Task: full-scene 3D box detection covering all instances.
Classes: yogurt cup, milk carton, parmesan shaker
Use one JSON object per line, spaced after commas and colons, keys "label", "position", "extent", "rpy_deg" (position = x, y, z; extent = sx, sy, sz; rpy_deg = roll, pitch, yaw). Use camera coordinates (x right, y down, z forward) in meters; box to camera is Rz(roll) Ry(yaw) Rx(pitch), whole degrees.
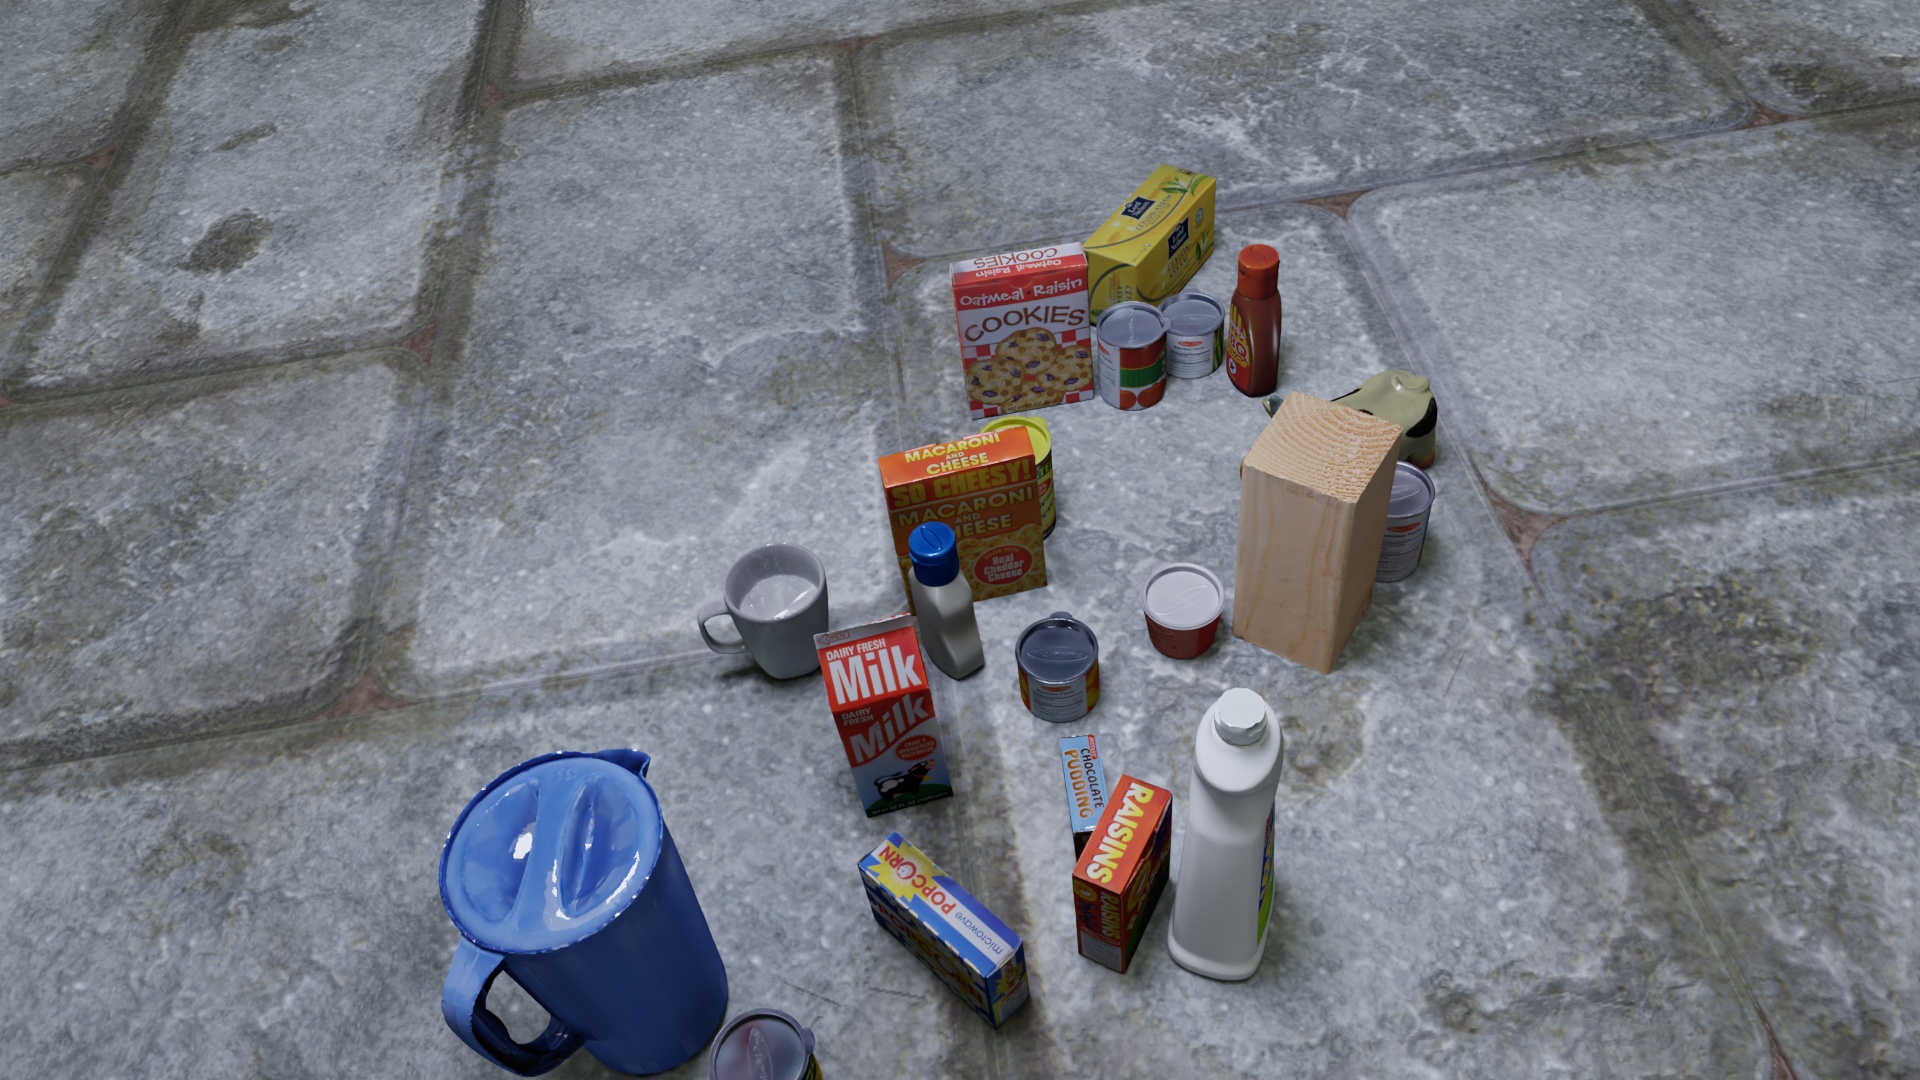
{"label": "yogurt cup", "position": [0.182, 0.060, 1.142], "extent": [0.072, 0.053, 0.073], "rpy_deg": [-4, 49, 4]}
{"label": "milk carton", "position": [-0.058, 0.120, 1.030], "extent": [0.072, 0.189, 0.074], "rpy_deg": [-14, 49, -4]}
{"label": "parmesan shaker", "position": [0.052, -0.052, 1.225], "extent": [0.071, 0.102, 0.072], "rpy_deg": [-4, 49, 4]}

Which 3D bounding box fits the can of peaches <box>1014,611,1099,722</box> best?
{"label": "can of peaches", "position": [0.079, 0.102, 1.116], "extent": [0.071, 0.057, 0.071], "rpy_deg": [-4, 49, 4]}

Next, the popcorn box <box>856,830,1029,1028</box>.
{"label": "popcorn box", "position": [-0.011, 0.269, 0.963], "extent": [0.127, 0.084, 0.038], "rpy_deg": [34, 61, 31]}

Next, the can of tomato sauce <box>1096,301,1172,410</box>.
{"label": "can of tomato sauce", "position": [0.166, -0.176, 1.332], "extent": [0.071, 0.082, 0.071], "rpy_deg": [-4, 49, 4]}

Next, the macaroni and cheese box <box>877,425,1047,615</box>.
{"label": "macaroni and cheese box", "position": [0.004, -0.014, 1.156], "extent": [0.124, 0.165, 0.040], "rpy_deg": [-13, 49, -4]}

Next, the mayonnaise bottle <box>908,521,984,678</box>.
{"label": "mayonnaise bottle", "position": [-0.014, 0.046, 1.117], "extent": [0.041, 0.147, 0.065], "rpy_deg": [-30, 52, -17]}

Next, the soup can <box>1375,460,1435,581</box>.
{"label": "soup can", "position": [0.358, -0.018, 1.167], "extent": [0.071, 0.083, 0.072], "rpy_deg": [-4, 49, 4]}

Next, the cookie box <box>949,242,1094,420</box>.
{"label": "cookie box", "position": [0.060, -0.194, 1.306], "extent": [0.123, 0.166, 0.040], "rpy_deg": [-10, 49, -1]}

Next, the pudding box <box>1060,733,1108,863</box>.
{"label": "pudding box", "position": [0.095, 0.193, 1.040], "extent": [0.030, 0.049, 0.084], "rpy_deg": [-7, 48, 2]}

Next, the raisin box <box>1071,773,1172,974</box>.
{"label": "raisin box", "position": [0.112, 0.231, 0.955], "extent": [0.040, 0.122, 0.086], "rpy_deg": [19, 54, 23]}

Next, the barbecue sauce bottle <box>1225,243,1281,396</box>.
{"label": "barbecue sauce bottle", "position": [0.276, -0.208, 1.302], "extent": [0.044, 0.147, 0.065], "rpy_deg": [-16, 49, -6]}

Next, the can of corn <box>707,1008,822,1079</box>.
{"label": "can of corn", "position": [-0.126, 0.353, 0.922], "extent": [0.071, 0.058, 0.071], "rpy_deg": [-4, 49, 4]}

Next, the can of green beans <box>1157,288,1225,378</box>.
{"label": "can of green beans", "position": [0.225, -0.201, 1.363], "extent": [0.071, 0.057, 0.071], "rpy_deg": [-4, 49, 4]}
